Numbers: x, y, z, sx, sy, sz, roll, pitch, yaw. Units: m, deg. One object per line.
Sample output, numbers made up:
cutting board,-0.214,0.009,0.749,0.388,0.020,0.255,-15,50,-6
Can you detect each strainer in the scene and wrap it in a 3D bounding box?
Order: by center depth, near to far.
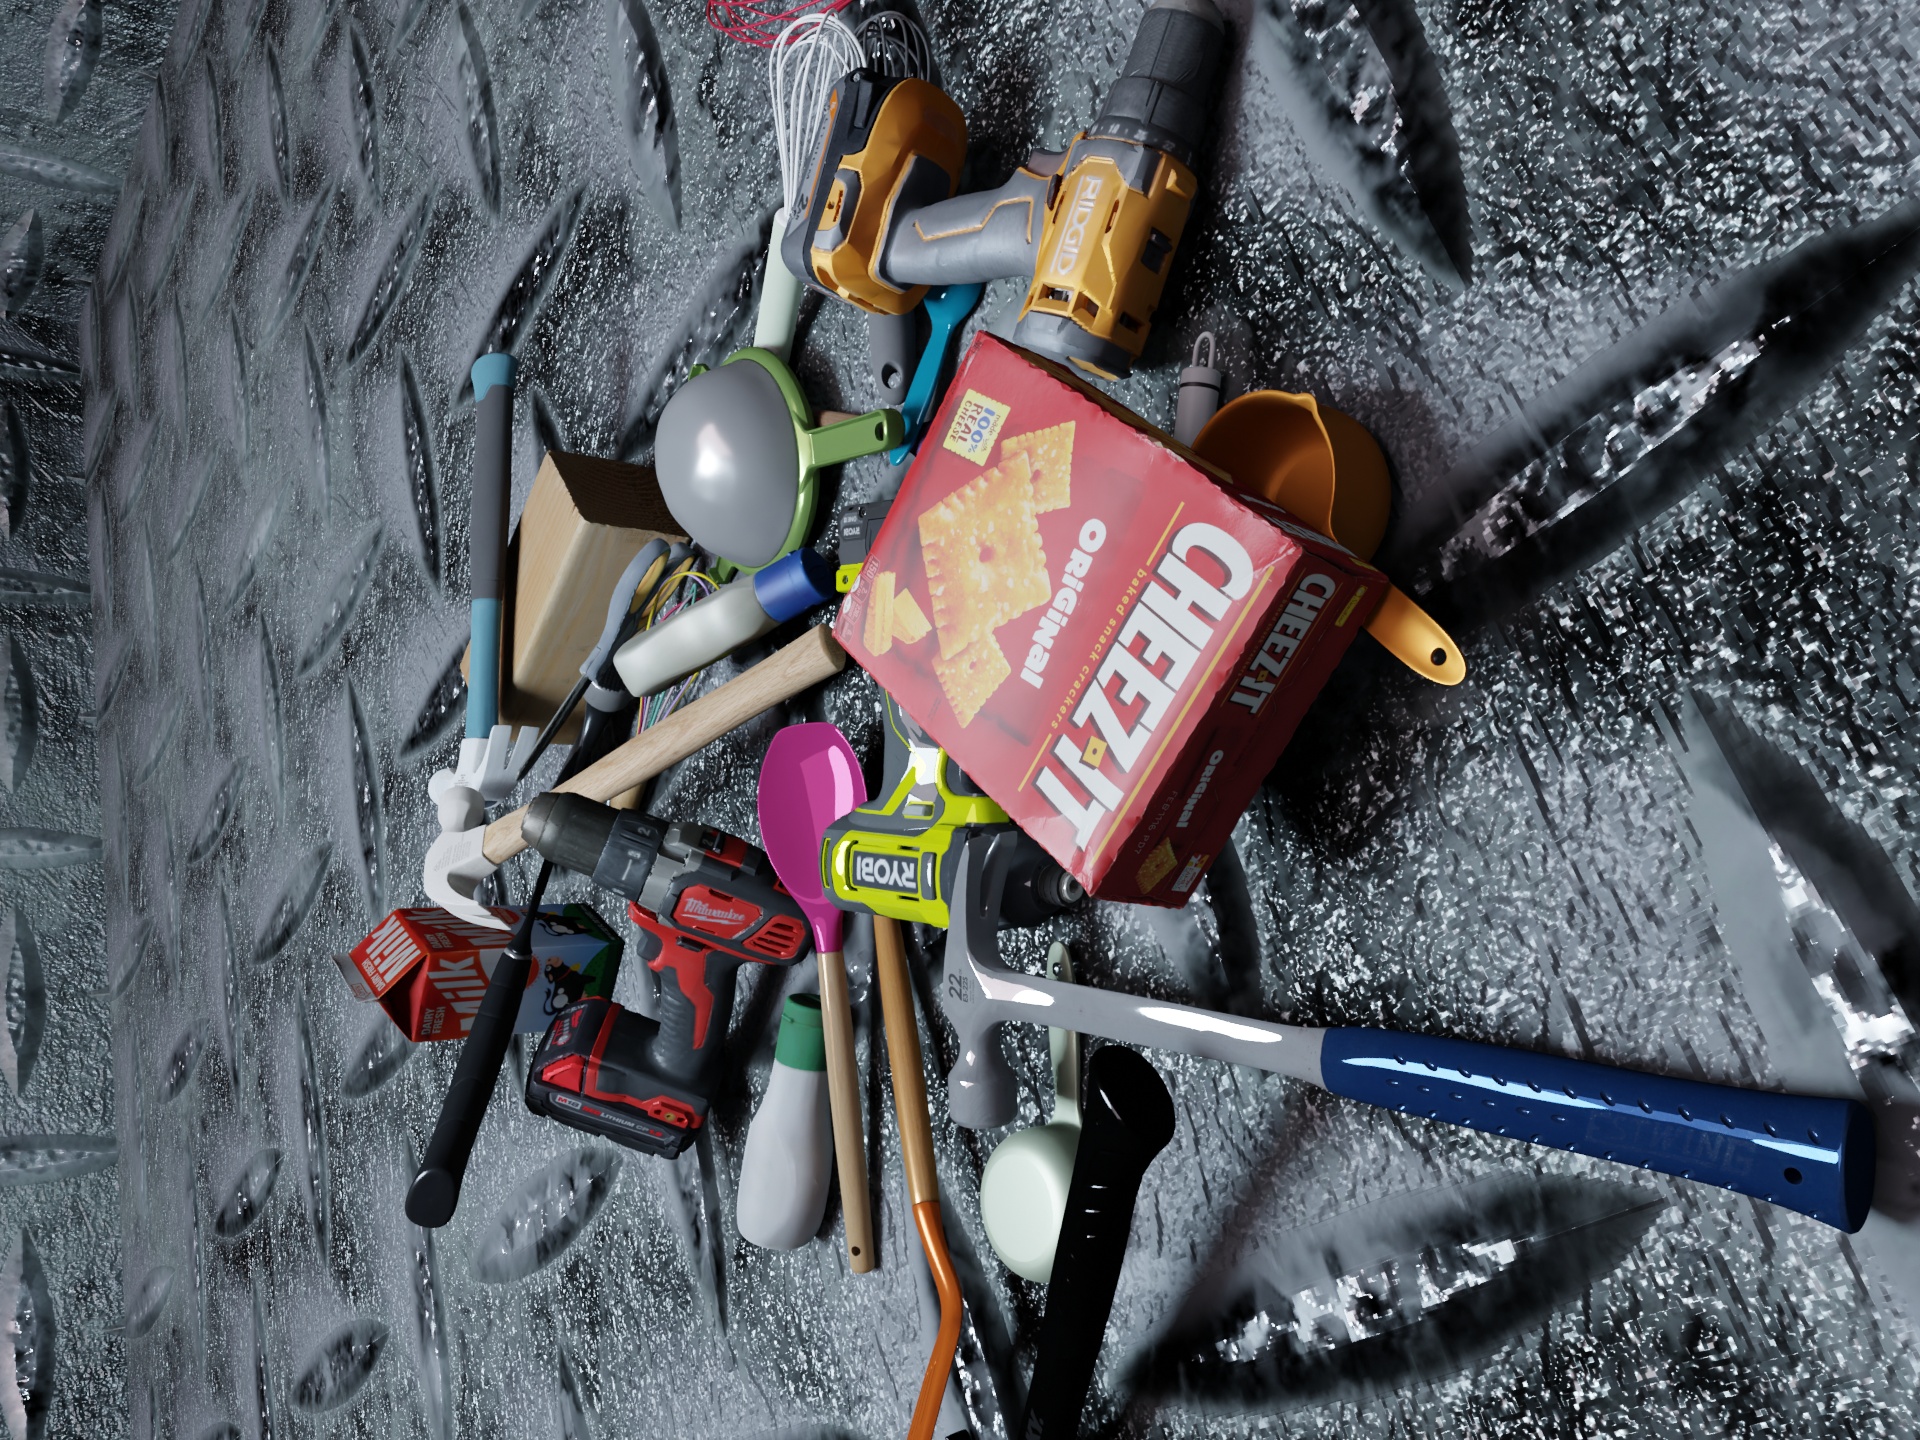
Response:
strainer,0.097,-0.057,0.753,0.087,0.050,0.258,4,86,65
strainer,-0.127,-0.165,0.988,0.256,0.069,0.151,1,98,56

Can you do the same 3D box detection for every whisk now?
whisk,-0.041,-0.305,0.944,0.055,0.055,0.239,-6,86,51
whisk,-0.100,-0.314,0.972,0.246,0.058,0.059,110,180,-48
whisk,-0.067,-0.458,0.983,0.296,0.073,0.073,20,102,44
whisk,-0.216,0.002,1.132,0.244,0.047,0.051,-66,31,28

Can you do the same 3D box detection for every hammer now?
hammer,0.140,0.130,0.645,0.406,0.035,0.144,2,96,45
hammer,0.045,0.291,0.730,0.146,0.035,0.334,39,128,47
hammer,-0.215,0.032,1.020,0.331,0.031,0.130,-29,42,17
hammer,-0.297,0.146,1.077,0.149,0.036,0.409,122,162,-44
hammer,-0.346,-0.101,1.161,0.128,0.033,0.331,-2,85,51

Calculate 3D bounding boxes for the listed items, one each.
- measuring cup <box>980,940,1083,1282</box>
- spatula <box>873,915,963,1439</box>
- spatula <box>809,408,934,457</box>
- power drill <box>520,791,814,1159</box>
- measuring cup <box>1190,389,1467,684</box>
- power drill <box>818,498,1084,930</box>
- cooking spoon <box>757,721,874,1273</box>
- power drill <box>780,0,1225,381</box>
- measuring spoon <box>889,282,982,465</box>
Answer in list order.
measuring cup,0.041,0.195,0.793,0.083,0.038,0.167,-7,83,50
spatula,-0.031,0.233,0.843,0.081,0.041,0.323,107,157,-55
spatula,-0.050,-0.171,0.959,0.316,0.018,0.060,21,91,49
power drill,-0.204,0.153,0.993,0.080,0.188,0.226,-83,18,-60
measuring cup,0.163,-0.069,0.663,0.174,0.052,0.095,52,125,38
power drill,-0.001,-0.003,0.840,0.171,0.080,0.223,1,90,46
cooking spoon,-0.073,0.160,0.926,0.069,0.017,0.319,-7,87,15
power drill,0.025,-0.284,0.819,0.226,0.084,0.185,23,97,38
measuring spoon,-0.023,-0.210,0.912,0.042,0.021,0.128,22,93,48
